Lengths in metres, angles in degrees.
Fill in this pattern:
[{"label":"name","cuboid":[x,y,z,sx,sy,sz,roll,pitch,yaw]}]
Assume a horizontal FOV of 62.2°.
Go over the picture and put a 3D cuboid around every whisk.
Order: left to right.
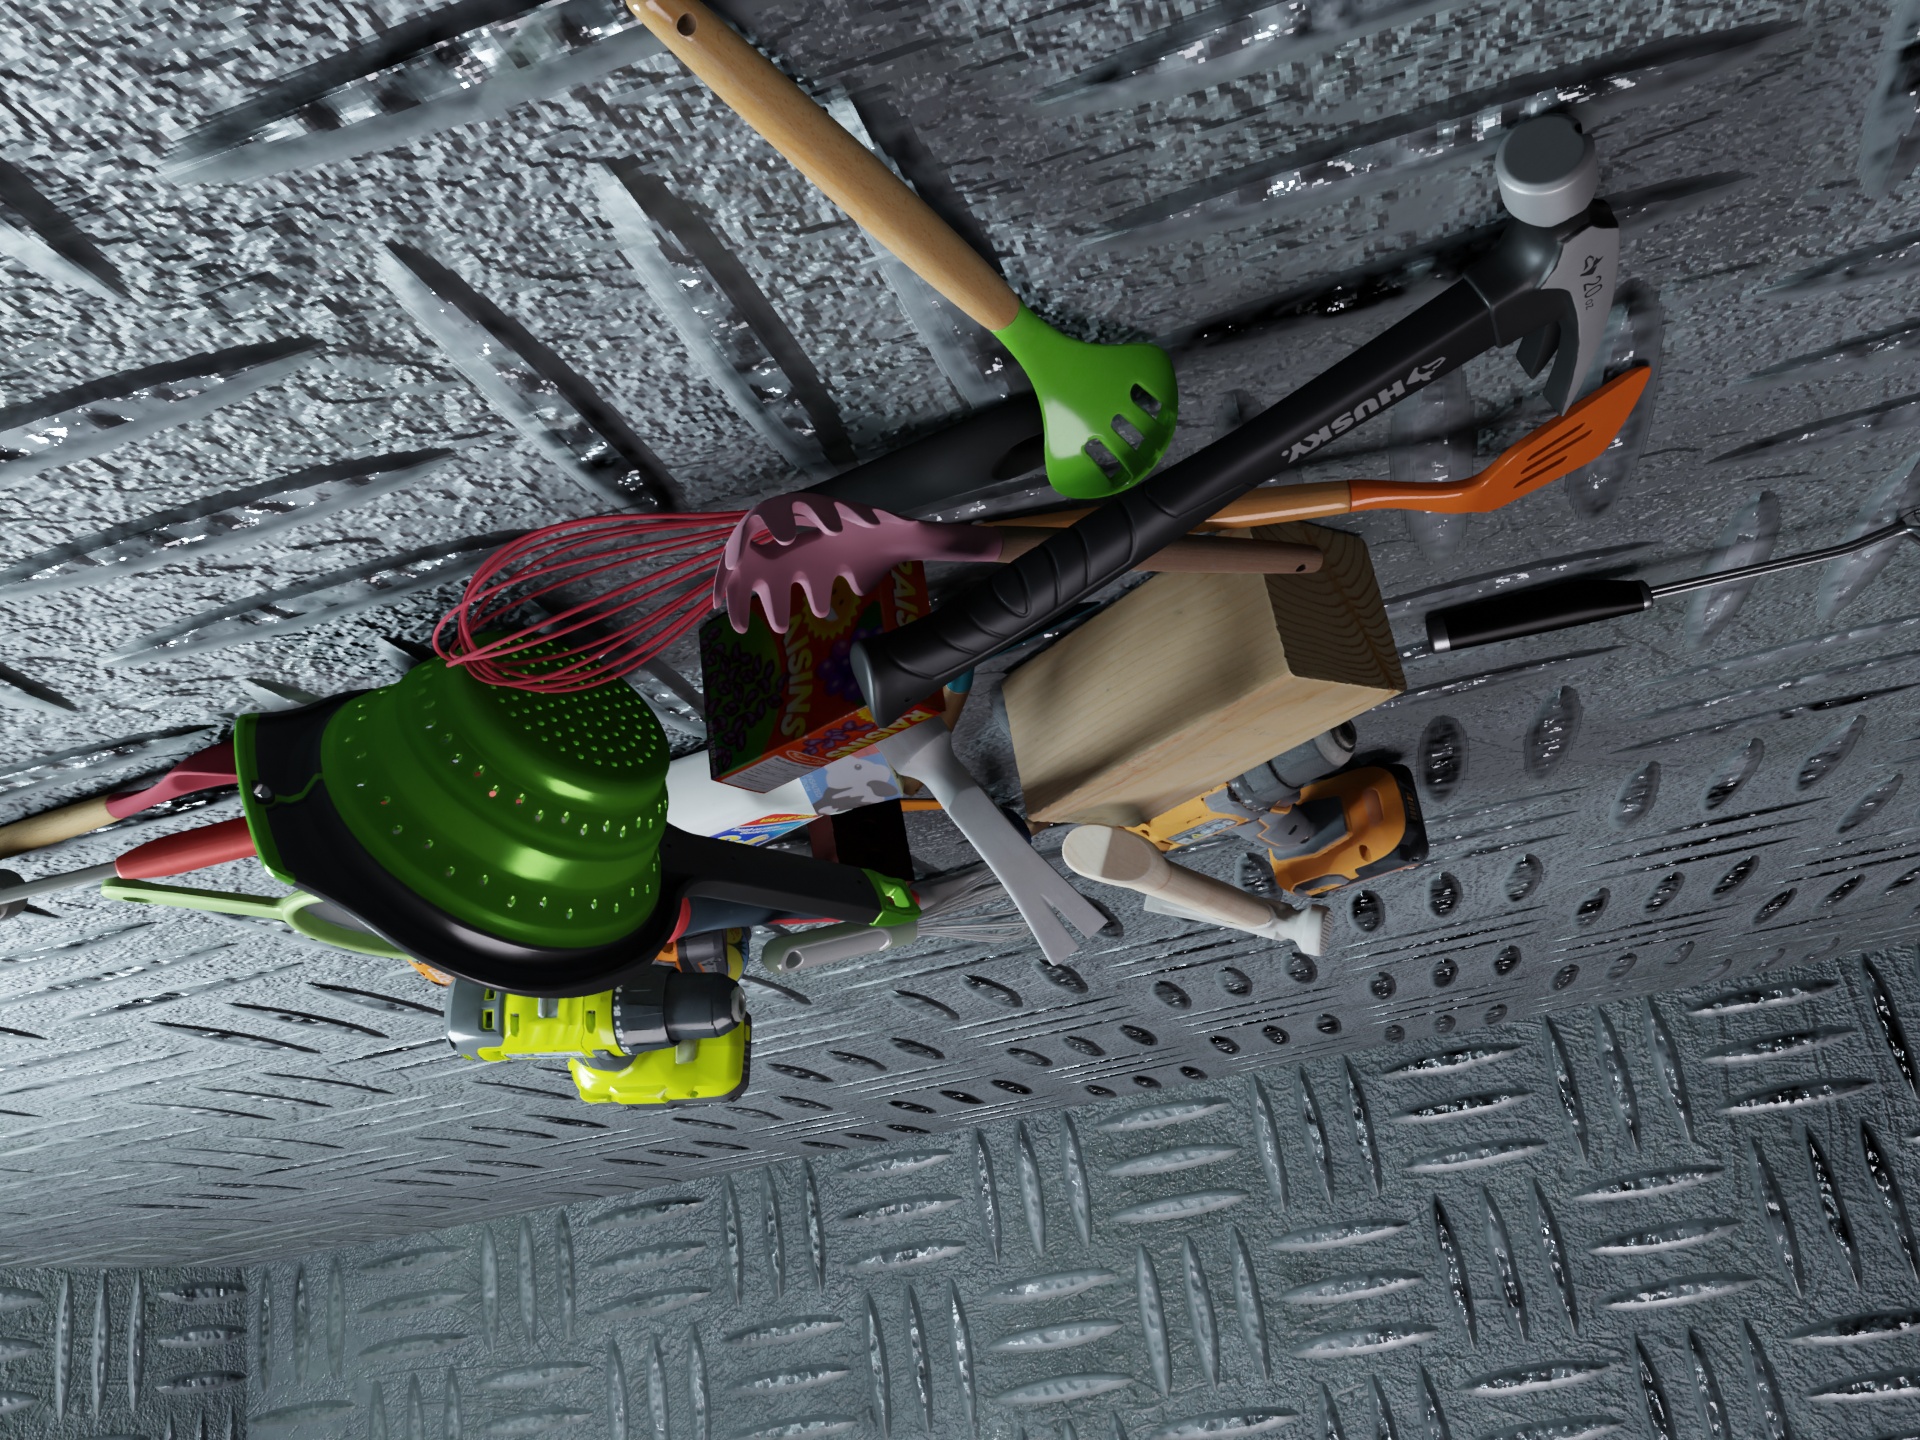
[{"label":"whisk","cuboid":[-0.087,-0.078,0.673,0.296,0.073,0.073,-19,158,7]},{"label":"whisk","cuboid":[-0.029,0.142,1.108,0.246,0.057,0.059,-8,-155,-36]}]

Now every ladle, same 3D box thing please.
[{"label":"ladle","cuboid":[-0.484,0.054,0.881,0.315,0.031,0.069,-15,169,20]}]

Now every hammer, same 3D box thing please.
[{"label":"hammer","cuboid":[-0.415,0.069,0.880,0.359,0.037,0.149,-13,-178,0]},{"label":"hammer","cuboid":[-0.092,0.127,1.126,0.143,0.038,0.386,-19,168,20]},{"label":"hammer","cuboid":[0.025,0.070,0.952,0.035,0.144,0.405,-39,174,-1]},{"label":"hammer","cuboid":[0.141,0.110,1.068,0.146,0.038,0.410,11,173,25]},{"label":"hammer","cuboid":[0.099,-0.092,0.625,0.335,0.035,0.146,-31,152,12]}]

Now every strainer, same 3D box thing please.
[{"label":"strainer","cuboid":[-0.390,0.094,0.988,0.256,0.069,0.151,8,156,-8]}]

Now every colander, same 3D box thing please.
[{"label":"colander","cuboid":[-0.148,0.042,0.806,0.396,0.205,0.094,17,120,-43]}]

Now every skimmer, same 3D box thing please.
[{"label":"skimmer","cuboid":[0.457,-0.056,0.906,0.363,0.090,0.127,-12,-170,12]}]

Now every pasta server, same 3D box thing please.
[{"label":"pasta server","cuboid":[0.039,-0.069,0.680,0.316,0.040,0.060,-1,145,-32]}]

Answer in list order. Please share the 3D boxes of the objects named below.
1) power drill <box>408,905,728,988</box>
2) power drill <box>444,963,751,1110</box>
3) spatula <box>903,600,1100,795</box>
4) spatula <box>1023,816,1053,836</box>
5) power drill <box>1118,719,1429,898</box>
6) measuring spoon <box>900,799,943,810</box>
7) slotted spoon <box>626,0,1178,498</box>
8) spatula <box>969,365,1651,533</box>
[{"label":"power drill","cuboid":[-0.284,0.153,1.149,0.226,0.084,0.164,-3,160,-7]},{"label":"power drill","cuboid":[-0.222,0.215,1.104,0.190,0.080,0.228,-3,159,8]},{"label":"spatula","cuboid":[-0.001,-0.003,0.913,0.082,0.044,0.317,-27,166,-19]},{"label":"spatula","cuboid":[0.108,0.023,1.061,0.059,0.018,0.316,4,155,-25]},{"label":"power drill","cuboid":[0.242,0.056,1.124,0.226,0.084,0.185,17,147,-40]},{"label":"measuring spoon","cuboid":[-0.041,0.064,1.111,0.117,0.011,0.021,-1,157,-22]},{"label":"slotted spoon","cuboid":[-0.001,-0.151,0.546,0.070,0.031,0.313,-52,143,8]},{"label":"spatula","cuboid":[0.154,-0.109,0.740,0.322,0.041,0.081,-6,159,3]}]
